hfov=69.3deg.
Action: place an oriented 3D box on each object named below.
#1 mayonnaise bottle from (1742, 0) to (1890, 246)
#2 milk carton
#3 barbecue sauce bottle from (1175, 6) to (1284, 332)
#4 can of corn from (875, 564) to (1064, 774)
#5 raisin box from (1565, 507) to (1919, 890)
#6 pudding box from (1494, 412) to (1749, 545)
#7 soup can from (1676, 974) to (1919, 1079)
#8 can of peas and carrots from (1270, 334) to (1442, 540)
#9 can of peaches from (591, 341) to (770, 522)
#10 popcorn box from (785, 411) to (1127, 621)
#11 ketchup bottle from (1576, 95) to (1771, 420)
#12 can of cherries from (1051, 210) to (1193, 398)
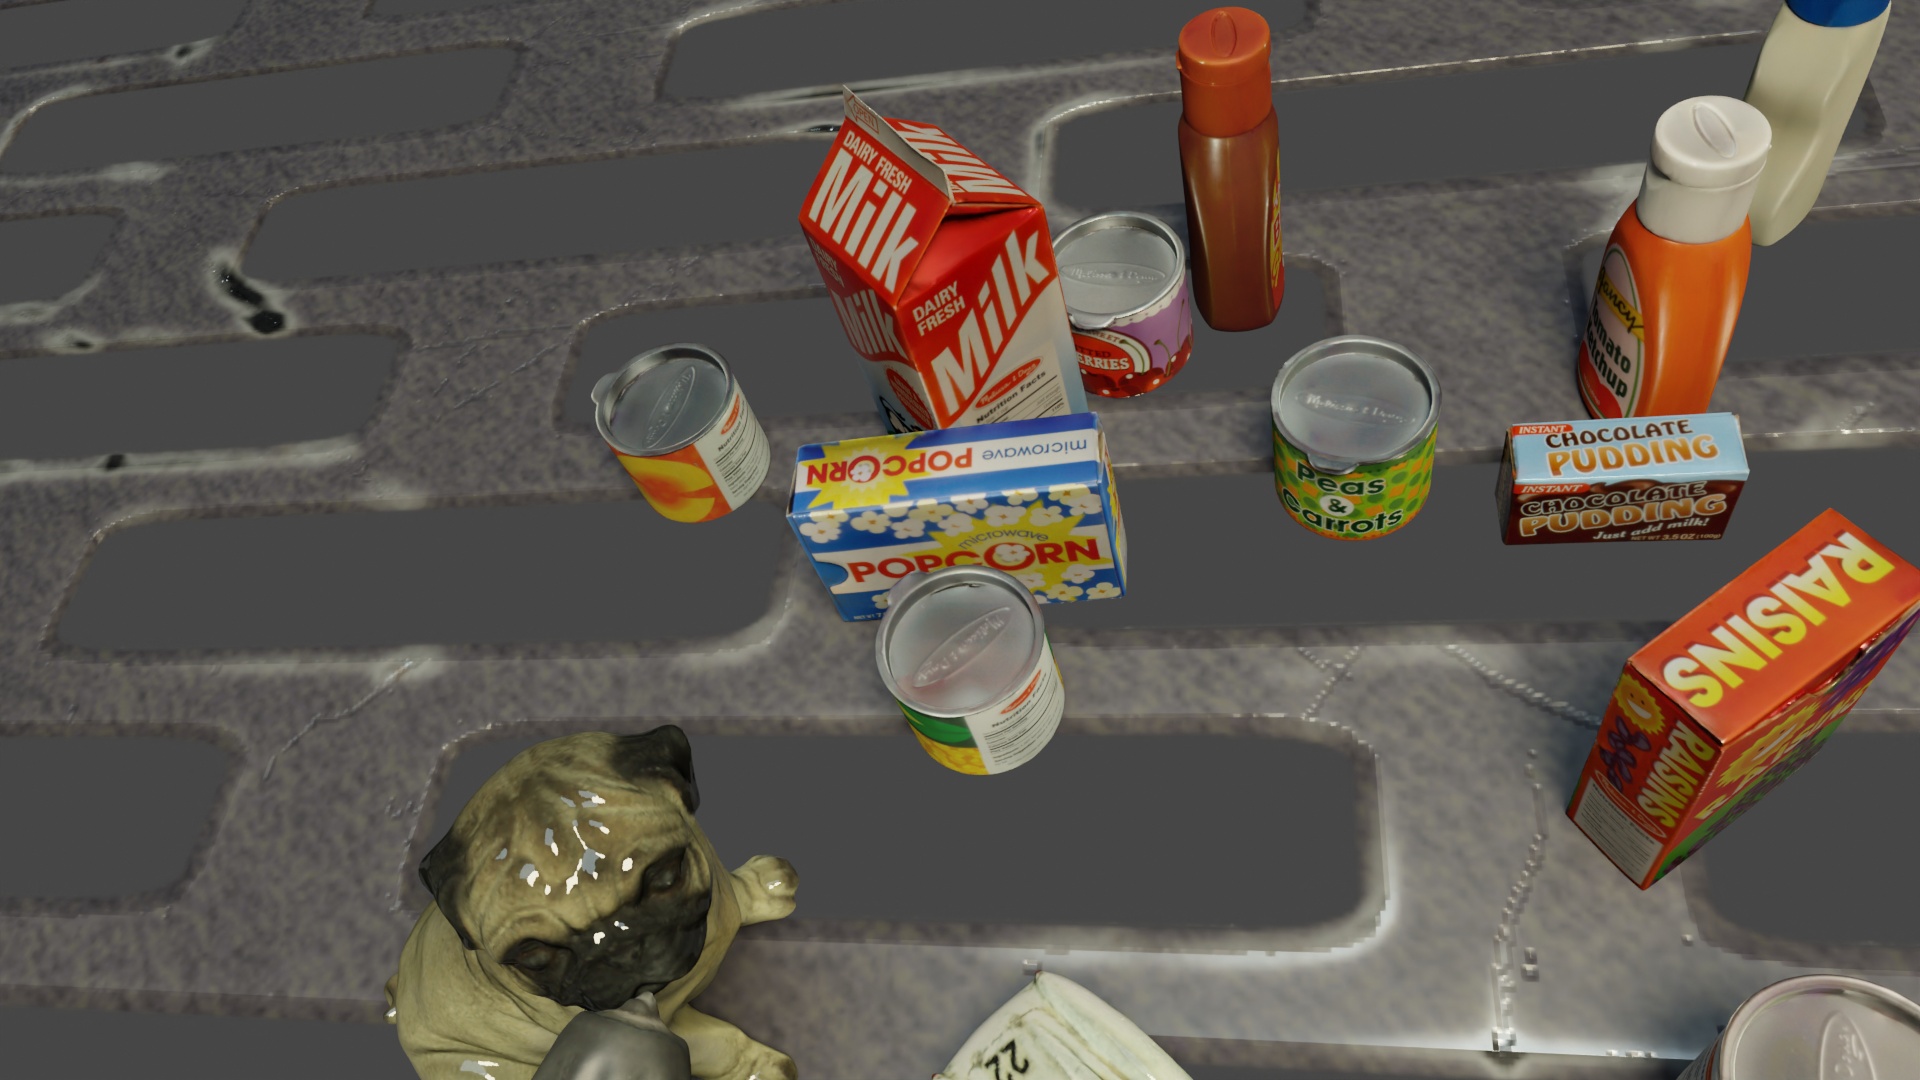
[{"bbox_3d":[0.352,-0.194,0.576,0.041,0.147,0.065,31,69,29],"label":"mayonnaise bottle"},{"bbox_3d":[-0.005,-0.097,0.574,0.073,0.189,0.072,-37,56,-11],"label":"milk carton"},{"bbox_3d":[0.119,-0.162,0.612,0.043,0.148,0.065,-4,56,12],"label":"barbecue sauce bottle"},{"bbox_3d":[0.004,0.051,0.554,0.071,0.058,0.071,-7,56,10],"label":"can of corn"},{"bbox_3d":[0.249,0.056,0.449,0.086,0.123,0.040,-33,55,-8],"label":"raisin box"},{"bbox_3d":[0.258,-0.024,0.546,0.084,0.049,0.030,-2,57,13],"label":"pudding box"},{"bbox_3d":[0.247,0.170,0.398,0.071,0.083,0.072,-7,56,10],"label":"soup can"},{"bbox_3d":[0.162,-0.040,0.575,0.071,0.058,0.071,-7,56,10],"label":"can of peas and carrots"},{"bbox_3d":[-0.131,-0.051,0.656,0.071,0.057,0.071,-7,56,10],"label":"can of peaches"},{"bbox_3d":[0.002,-0.007,0.577,0.127,0.085,0.038,-6,56,10],"label":"popcorn box"},{"bbox_3d":[0.273,-0.101,0.533,0.043,0.148,0.065,-13,55,6],"label":"ketchup bottle"},{"bbox_3d":[0.072,-0.107,0.643,0.071,0.058,0.072,-7,56,10],"label":"can of cherries"}]
